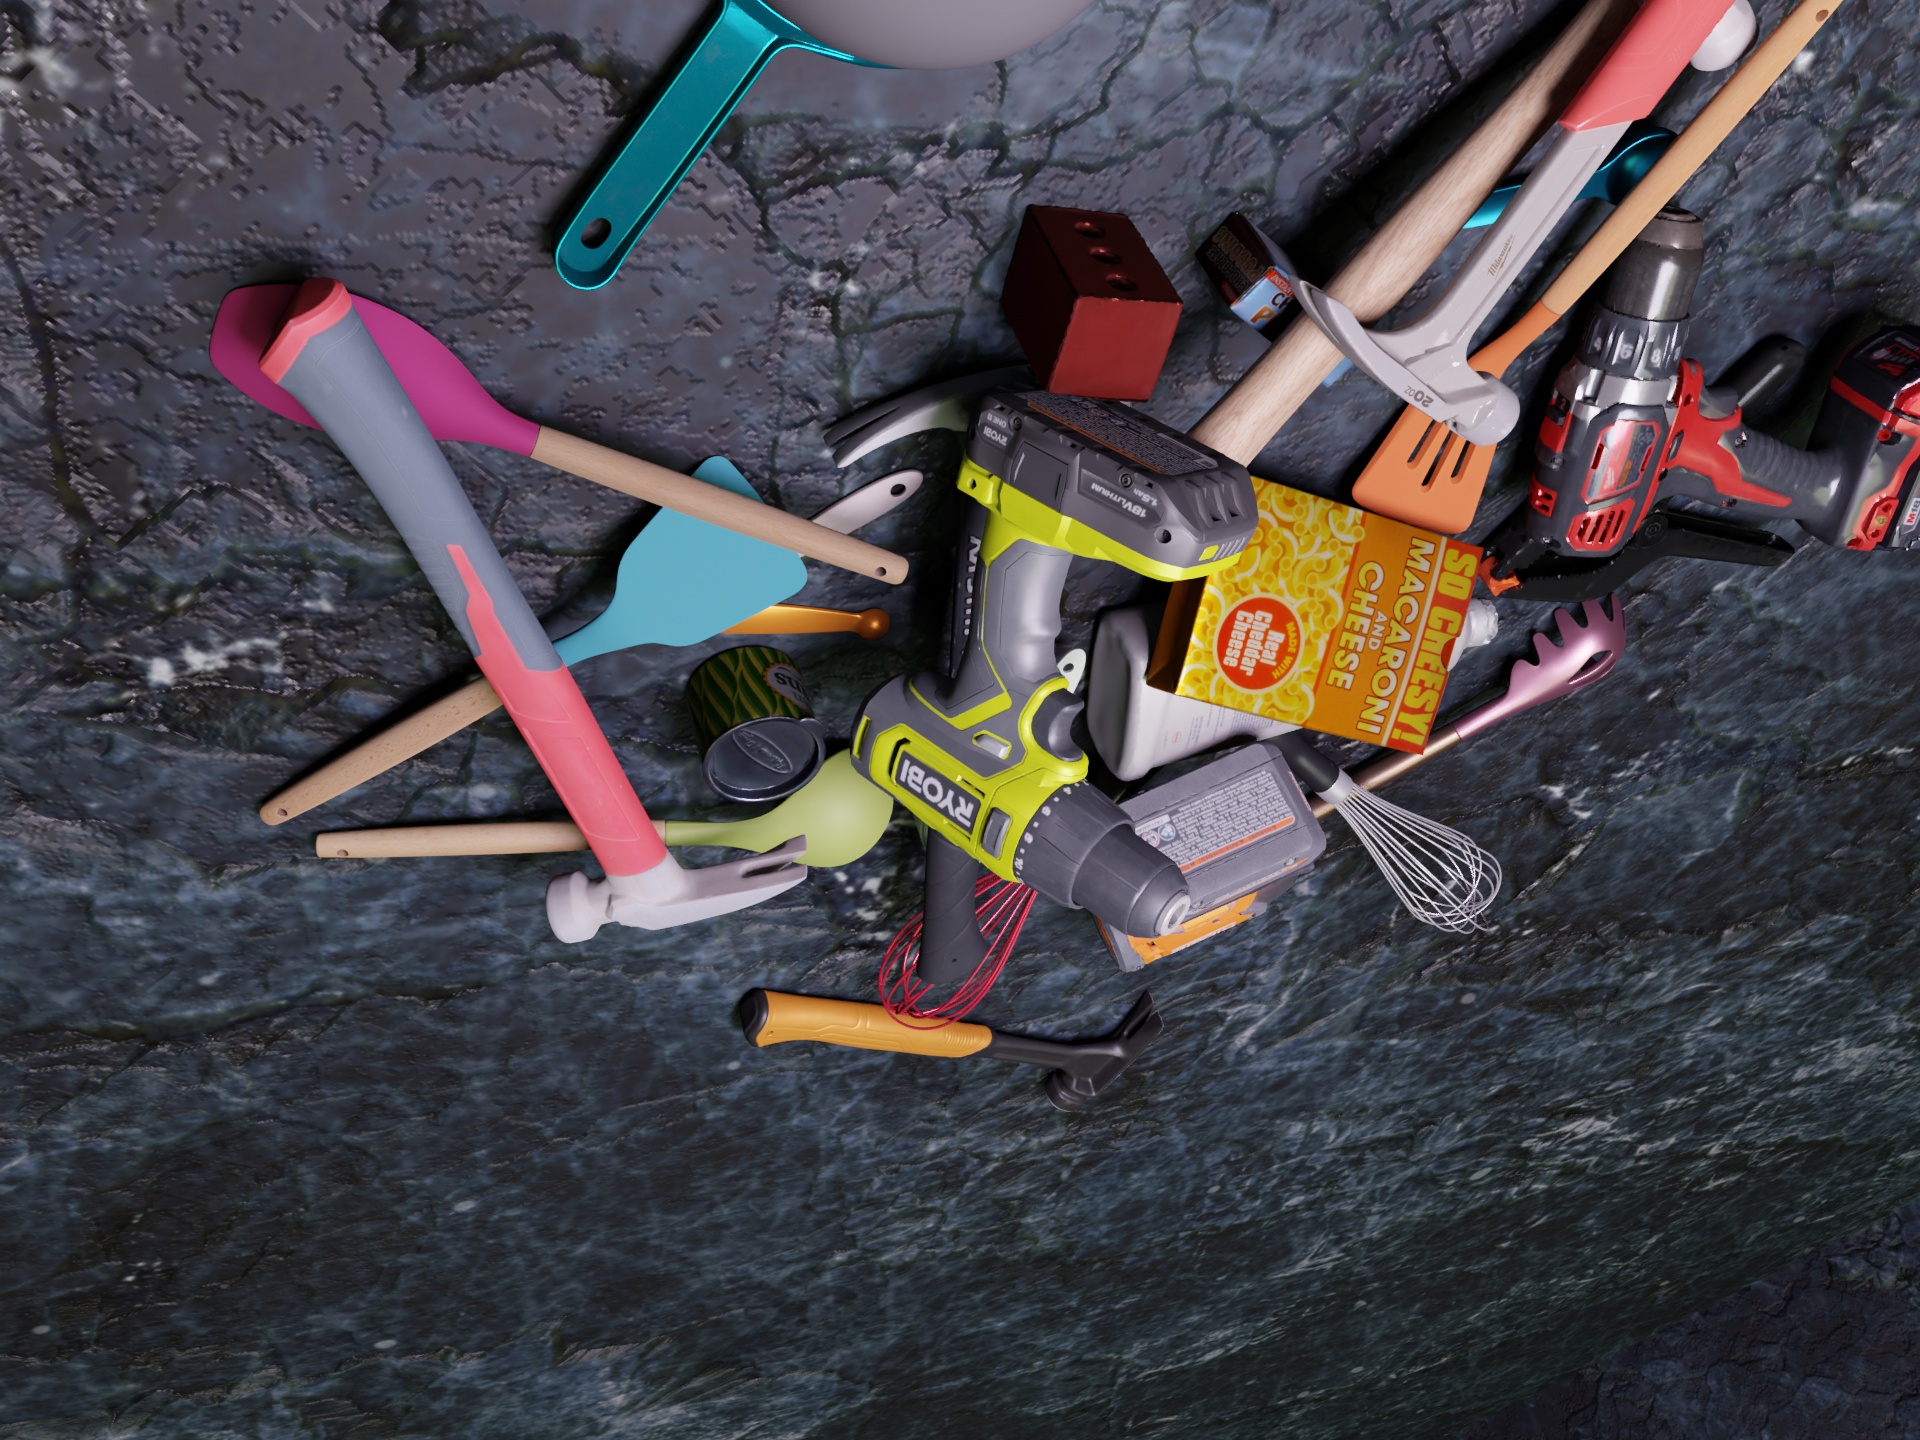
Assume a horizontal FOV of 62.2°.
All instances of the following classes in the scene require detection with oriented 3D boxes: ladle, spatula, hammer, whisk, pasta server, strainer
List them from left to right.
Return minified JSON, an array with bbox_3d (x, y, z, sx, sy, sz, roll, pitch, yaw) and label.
[{"bbox_3d":[-0.230,-0.022,0.808,0.317,0.044,0.082,-26,121,15],"label":"spatula"},{"bbox_3d":[-0.193,-0.034,0.745,0.143,0.038,0.385,-13,133,6],"label":"hammer"},{"bbox_3d":[-0.196,0.055,0.906,0.320,0.062,0.078,-1,135,-12],"label":"ladle"},{"bbox_3d":[-0.042,-0.271,0.573,0.210,0.095,0.340,25,120,-40],"label":"strainer"},{"bbox_3d":[-0.007,0.229,1.166,0.336,0.034,0.127,15,128,-34],"label":"hammer"},{"bbox_3d":[-0.001,-0.003,0.880,0.149,0.036,0.408,-8,129,-15],"label":"hammer"},{"bbox_3d":[0.044,0.098,1.031,0.073,0.073,0.295,24,116,-39],"label":"whisk"},{"bbox_3d":[0.266,0.058,1.055,0.284,0.070,0.070,37,114,-27],"label":"whisk"},{"bbox_3d":[0.310,0.015,1.081,0.316,0.040,0.060,-32,138,17],"label":"pasta server"},{"bbox_3d":[0.217,-0.235,0.719,0.331,0.031,0.129,-47,132,7],"label":"hammer"},{"bbox_3d":[0.317,-0.221,0.798,0.081,0.041,0.322,14,137,-21],"label":"spatula"},{"bbox_3d":[0.292,-0.293,0.674,0.149,0.037,0.359,22,110,-39],"label":"hammer"}]

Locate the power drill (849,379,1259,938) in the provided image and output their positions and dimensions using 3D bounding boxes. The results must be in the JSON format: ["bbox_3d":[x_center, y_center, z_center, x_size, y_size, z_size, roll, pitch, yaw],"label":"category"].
[{"bbox_3d":[0.051,-0.024,0.743,0.080,0.191,0.228,-20,135,-48],"label":"power drill"}]

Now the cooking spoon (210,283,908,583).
[{"bbox_3d":[-0.166,-0.117,0.713,0.318,0.017,0.068,17,126,-24],"label":"cooking spoon"}]

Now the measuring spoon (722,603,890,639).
[{"bbox_3d":[-0.092,-0.051,0.849,0.117,0.011,0.021,0,134,-23],"label":"measuring spoon"}]

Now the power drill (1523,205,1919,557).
[{"bbox_3d":[0.432,-0.177,0.863,0.226,0.080,0.187,1,122,-7],"label":"power drill"}]

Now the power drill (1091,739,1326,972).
[{"bbox_3d":[0.163,0.087,1.002,0.164,0.084,0.226,-24,162,-3],"label":"power drill"}]

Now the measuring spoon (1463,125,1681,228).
[{"bbox_3d":[0.290,-0.266,0.783,0.128,0.021,0.042,-12,146,3],"label":"measuring spoon"}]

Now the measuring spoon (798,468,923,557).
[{"bbox_3d":[-0.072,-0.091,0.810,0.124,0.018,0.034,-29,138,8],"label":"measuring spoon"}]

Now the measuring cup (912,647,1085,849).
[{"bbox_3d":[0.027,0.014,0.954,0.083,0.038,0.167,12,123,-30],"label":"measuring cup"}]
